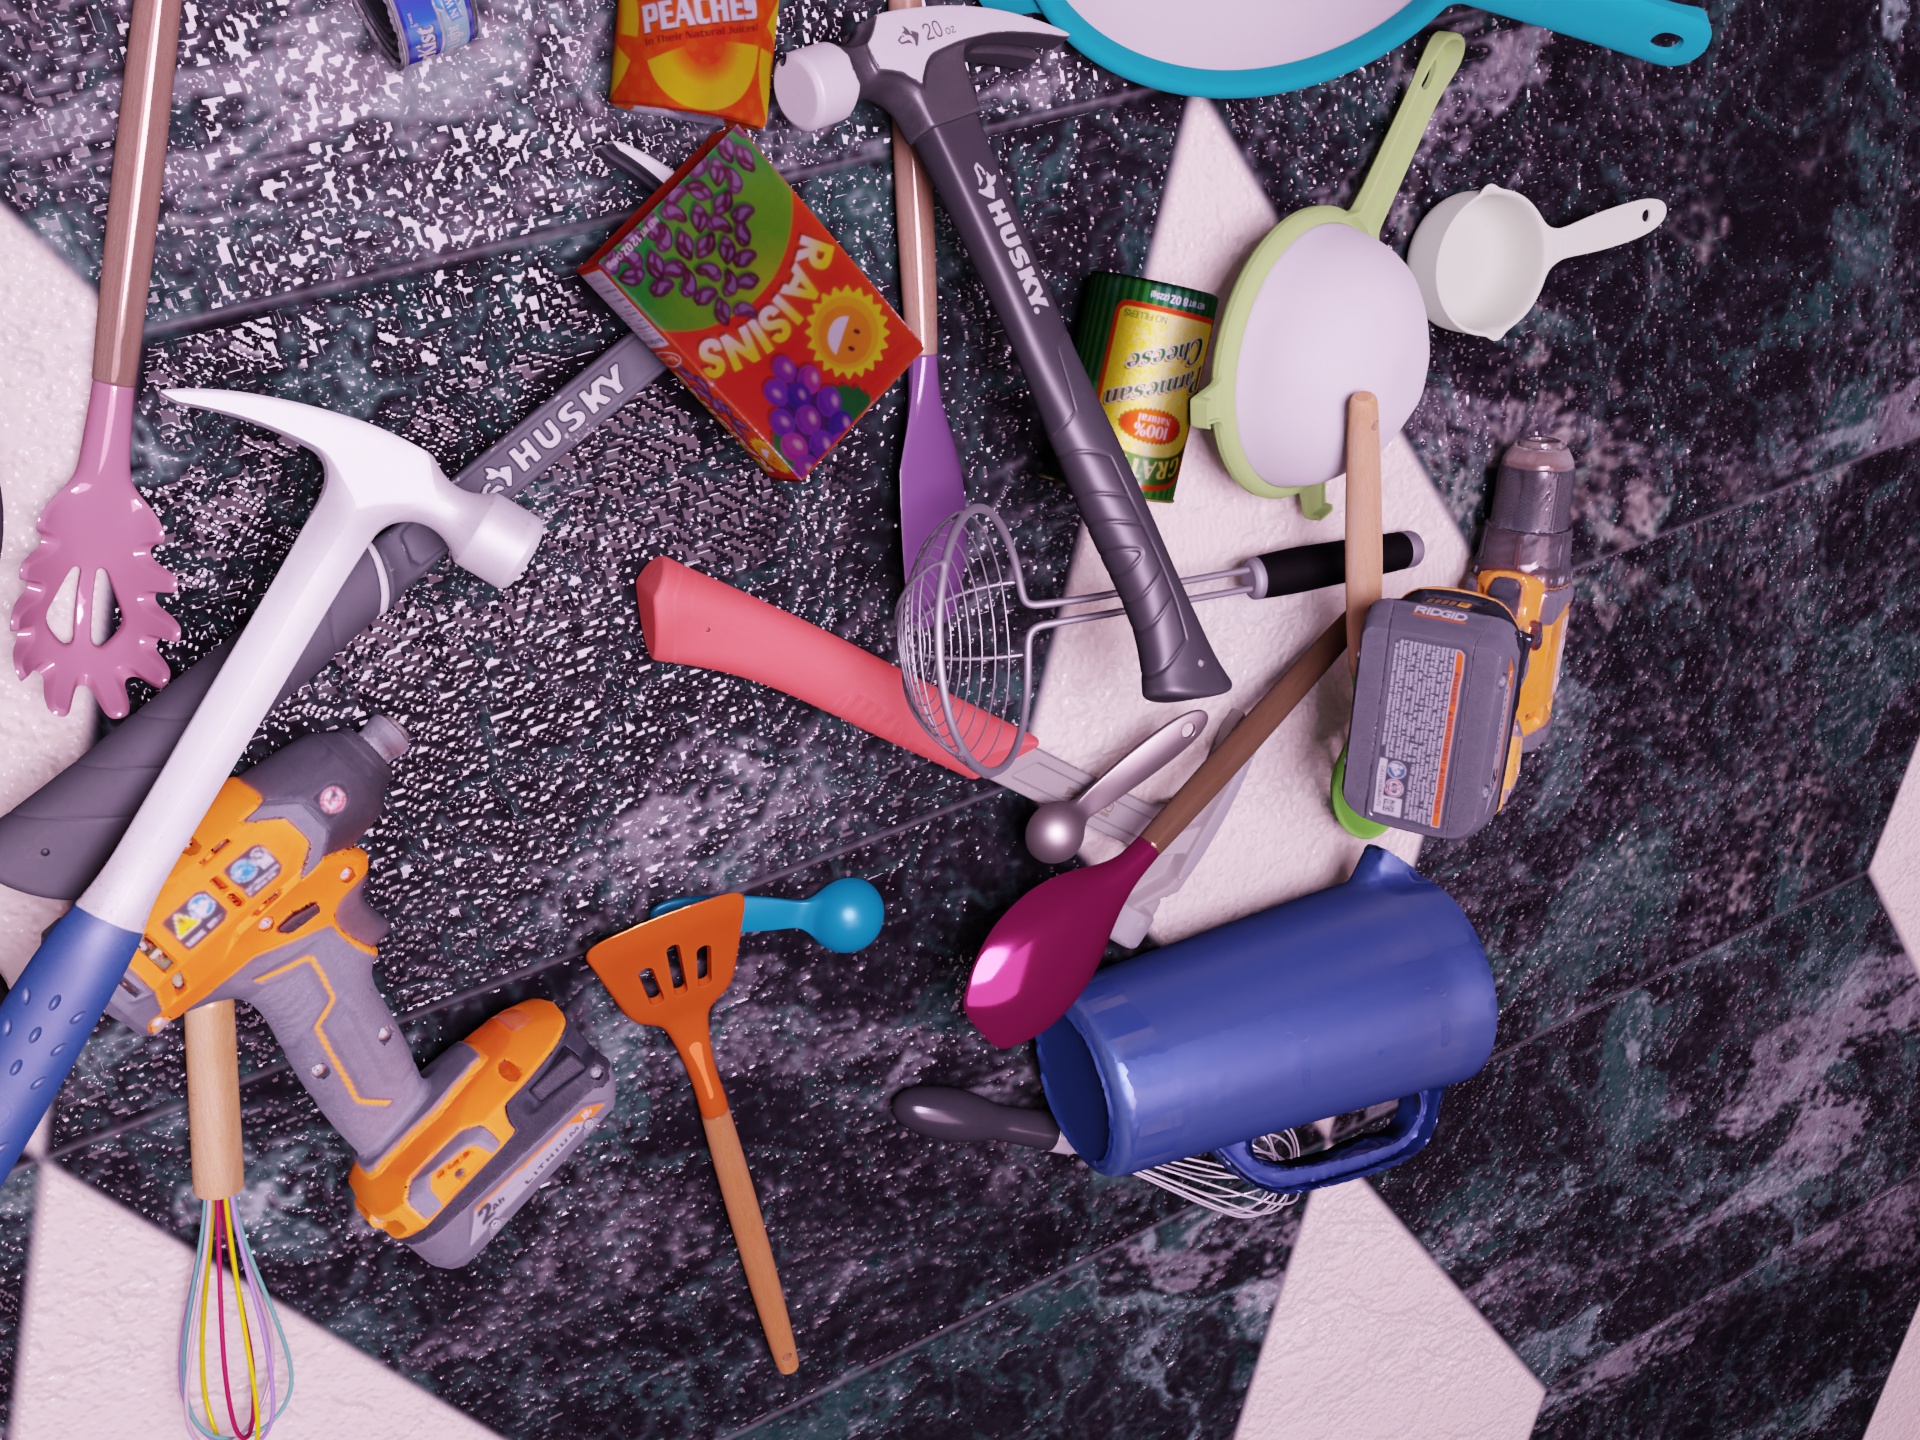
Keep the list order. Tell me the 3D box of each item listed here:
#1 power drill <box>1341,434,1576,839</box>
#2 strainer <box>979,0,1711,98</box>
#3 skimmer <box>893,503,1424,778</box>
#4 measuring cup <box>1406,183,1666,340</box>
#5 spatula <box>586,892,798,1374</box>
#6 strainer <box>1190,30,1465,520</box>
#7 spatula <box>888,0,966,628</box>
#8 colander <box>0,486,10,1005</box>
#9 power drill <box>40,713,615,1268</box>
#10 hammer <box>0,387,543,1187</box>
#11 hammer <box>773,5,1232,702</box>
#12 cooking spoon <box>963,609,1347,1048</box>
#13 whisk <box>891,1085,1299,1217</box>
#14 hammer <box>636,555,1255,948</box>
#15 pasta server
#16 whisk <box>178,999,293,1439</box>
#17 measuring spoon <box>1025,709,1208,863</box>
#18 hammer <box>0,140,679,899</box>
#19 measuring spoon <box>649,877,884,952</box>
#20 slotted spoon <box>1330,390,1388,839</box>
[{"bbox_3d":[0.287,-0.050,0.871,0.226,0.084,0.185,-29,126,-53],"label":"power drill"},{"bbox_3d":[0.187,-0.373,0.708,0.340,0.211,0.095,8,65,-17],"label":"strainer"},{"bbox_3d":[0.122,-0.062,0.808,0.363,0.090,0.127,-12,102,-29],"label":"skimmer"},{"bbox_3d":[0.319,-0.265,0.884,0.167,0.038,0.083,-21,115,-20],"label":"measuring cup"},{"bbox_3d":[-0.123,0.231,0.844,0.081,0.041,0.322,-20,116,-19],"label":"spatula"},{"bbox_3d":[0.218,-0.229,0.808,0.151,0.069,0.256,23,91,-51],"label":"strainer"},{"bbox_3d":[-0.018,-0.200,0.753,0.060,0.018,0.315,-29,121,-54],"label":"spatula"},{"bbox_3d":[-0.445,-0.021,0.588,0.204,0.095,0.396,-25,135,-25],"label":"colander"},{"bbox_3d":[-0.260,0.117,0.713,0.164,0.084,0.226,-47,117,-23],"label":"power drill"},{"bbox_3d":[-0.322,0.062,0.602,0.144,0.035,0.405,31,84,-24],"label":"hammer"},{"bbox_3d":[0.047,-0.158,0.721,0.146,0.035,0.334,-34,104,-34],"label":"hammer"},{"bbox_3d":[0.118,0.049,0.856,0.319,0.017,0.068,-46,115,-16],"label":"cooking spoon"},{"bbox_3d":[0.087,0.250,0.944,0.284,0.070,0.070,16,100,-23],"label":"whisk"},{"bbox_3d":[-0.001,-0.003,0.823,0.358,0.037,0.149,27,95,-30],"label":"hammer"},{"bbox_3d":[-0.324,-0.157,0.618,0.060,0.040,0.316,4,105,-39],"label":"pasta server"},{"bbox_3d":[-0.342,0.239,0.743,0.051,0.047,0.245,-2,105,-23],"label":"whisk"},{"bbox_3d":[0.088,0.034,0.848,0.124,0.018,0.034,-37,119,-11],"label":"measuring spoon"},{"bbox_3d":[-0.232,-0.077,0.664,0.409,0.036,0.149,-43,118,-14],"label":"hammer"},{"bbox_3d":[-0.096,0.104,0.822,0.128,0.021,0.042,3,106,-27],"label":"measuring spoon"},{"bbox_3d":[0.221,-0.047,0.866,0.070,0.031,0.313,-41,140,-23],"label":"slotted spoon"}]
